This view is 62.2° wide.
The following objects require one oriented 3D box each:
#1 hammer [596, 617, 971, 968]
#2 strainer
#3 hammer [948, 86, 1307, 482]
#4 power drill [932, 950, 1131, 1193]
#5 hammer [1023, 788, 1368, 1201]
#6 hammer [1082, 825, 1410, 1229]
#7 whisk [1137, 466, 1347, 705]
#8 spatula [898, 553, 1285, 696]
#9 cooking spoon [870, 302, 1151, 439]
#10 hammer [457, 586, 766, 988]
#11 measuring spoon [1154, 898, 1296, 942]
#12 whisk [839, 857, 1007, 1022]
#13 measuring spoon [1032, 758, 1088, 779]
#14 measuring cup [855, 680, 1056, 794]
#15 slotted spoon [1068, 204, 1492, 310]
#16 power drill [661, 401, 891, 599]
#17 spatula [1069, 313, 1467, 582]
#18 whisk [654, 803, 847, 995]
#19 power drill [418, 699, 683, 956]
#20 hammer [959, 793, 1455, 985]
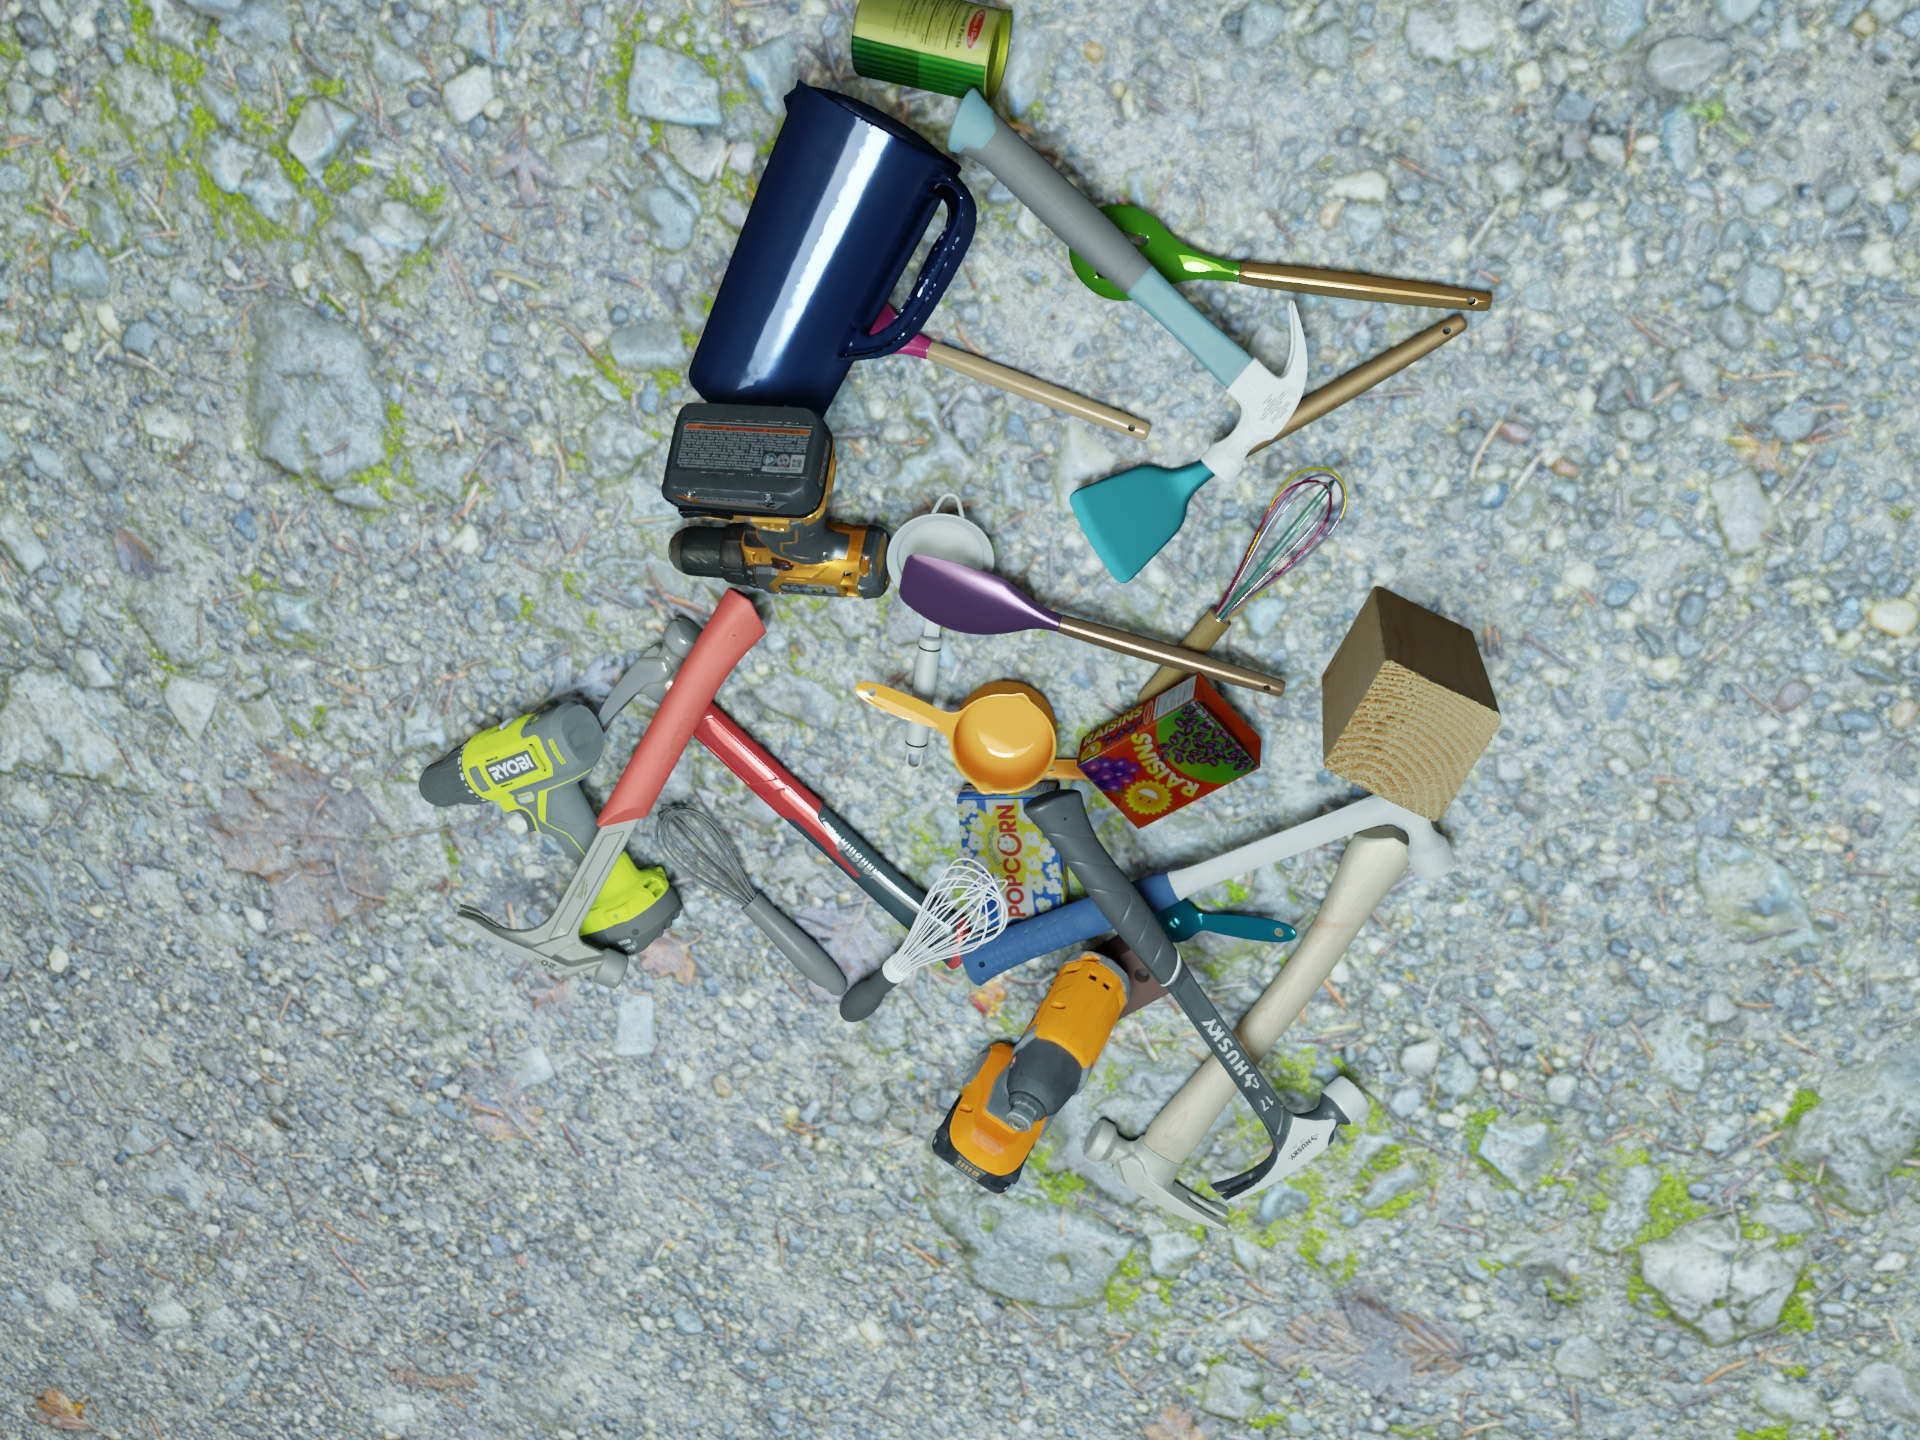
[{"bbox_3d":[-0.148,0.089,1.399,0.386,0.038,0.143,43,113,-4],"label":"hammer"},{"bbox_3d":[-0.025,-0.073,1.317,0.087,0.050,0.258,7,116,-3],"label":"strainer"},{"bbox_3d":[0.119,-0.330,1.159,0.331,0.033,0.128,41,105,-7],"label":"hammer"},{"bbox_3d":[0.053,0.307,1.325,0.084,0.164,0.226,33,138,4],"label":"power drill"},{"bbox_3d":[0.174,0.216,1.278,0.149,0.036,0.408,-39,108,-9],"label":"hammer"},{"bbox_3d":[0.270,0.264,1.365,0.146,0.038,0.410,31,112,0],"label":"hammer"},{"bbox_3d":[0.216,-0.101,1.253,0.047,0.051,0.245,32,118,-11],"label":"whisk"},{"bbox_3d":[0.103,-0.068,1.264,0.316,0.018,0.059,16,122,4],"label":"spatula"},{"bbox_3d":[-0.001,-0.282,1.252,0.319,0.017,0.068,22,105,5],"label":"cooking spoon"},{"bbox_3d":[-0.275,0.047,1.334,0.149,0.037,0.359,28,96,-18],"label":"hammer"},{"bbox_3d":[0.217,0.174,1.335,0.129,0.021,0.042,3,105,30],"label":"measuring spoon"},{"bbox_3d":[-0.040,0.198,1.361,0.070,0.070,0.284,40,137,-3],"label":"whisk"},{"bbox_3d":[0.118,0.039,1.339,0.117,0.011,0.021,1,127,16],"label":"measuring spoon"},{"bbox_3d":[-0.002,-0.004,1.321,0.173,0.052,0.095,21,112,0],"label":"measuring cup"},{"bbox_3d":[0.233,-0.331,1.179,0.314,0.031,0.070,10,115,8],"label":"slotted spoon"},{"bbox_3d":[-0.162,-0.160,1.235,0.185,0.226,0.084,5,73,11],"label":"power drill"},{"bbox_3d":[0.237,-0.217,1.207,0.317,0.044,0.082,-29,96,19],"label":"spatula"},{"bbox_3d":[-0.186,0.162,1.429,0.055,0.055,0.239,-40,100,21],"label":"whisk"},{"bbox_3d":[-0.368,0.106,1.420,0.190,0.080,0.228,-18,107,27],"label":"power drill"},{"bbox_3d":[0.182,0.126,1.299,0.405,0.035,0.144,-23,103,18],"label":"hammer"}]
